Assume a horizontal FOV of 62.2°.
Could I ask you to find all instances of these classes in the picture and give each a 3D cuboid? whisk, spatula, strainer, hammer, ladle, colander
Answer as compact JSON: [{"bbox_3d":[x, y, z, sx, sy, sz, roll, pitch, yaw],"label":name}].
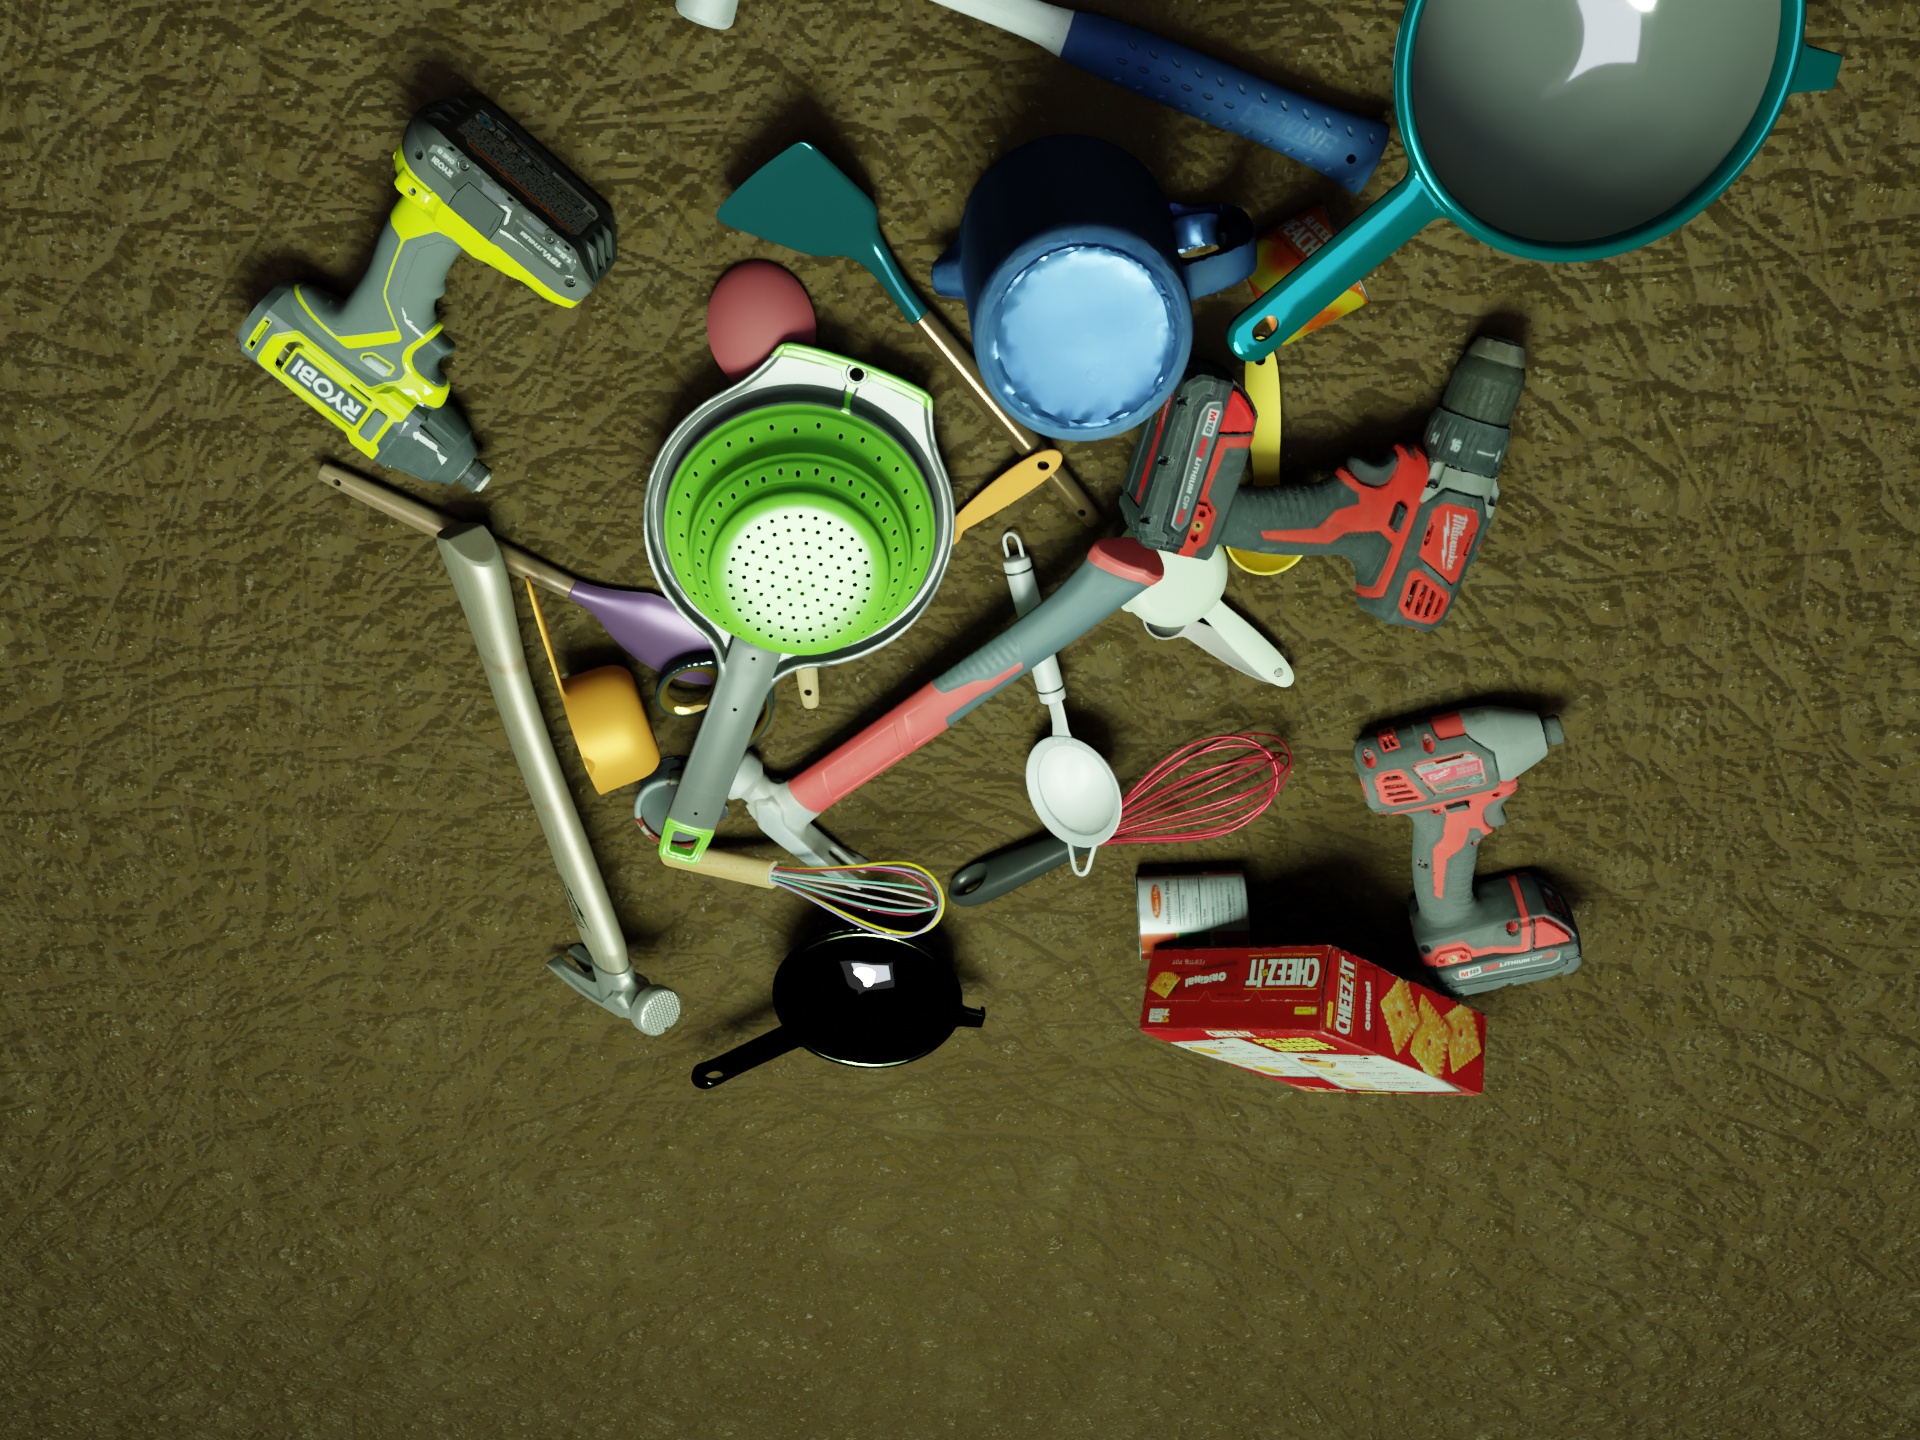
[{"bbox_3d":[-0.121,0.117,1.203,0.245,0.051,0.047,9,120,24],"label":"whisk"},{"bbox_3d":[-0.013,-0.229,1.002,0.082,0.044,0.317,-26,121,37],"label":"spatula"},{"bbox_3d":[0.113,0.080,1.188,0.296,0.073,0.073,-25,118,25],"label":"whisk"},{"bbox_3d":[0.069,-0.013,1.128,0.087,0.050,0.258,4,118,43],"label":"strainer"},{"bbox_3d":[-0.311,0.046,1.177,0.146,0.038,0.410,18,129,43],"label":"hammer"},{"bbox_3d":[-0.299,-0.103,1.121,0.315,0.018,0.059,26,120,-14],"label":"spatula"},{"bbox_3d":[-0.115,0.228,1.294,0.256,0.069,0.151,-29,119,22],"label":"strainer"},{"bbox_3d":[-0.118,-0.145,1.063,0.069,0.031,0.315,-3,121,2],"label":"ladle"},{"bbox_3d":[-0.002,-0.004,1.119,0.143,0.038,0.386,41,126,-22],"label":"hammer"},{"bbox_3d":[0.052,-0.395,0.893,0.405,0.035,0.144,19,123,-8],"label":"hammer"},{"bbox_3d":[-0.132,-0.042,1.049,0.204,0.095,0.397,17,117,-14],"label":"colander"},{"bbox_3d":[0.280,-0.324,0.875,0.340,0.095,0.210,-38,112,17],"label":"strainer"}]

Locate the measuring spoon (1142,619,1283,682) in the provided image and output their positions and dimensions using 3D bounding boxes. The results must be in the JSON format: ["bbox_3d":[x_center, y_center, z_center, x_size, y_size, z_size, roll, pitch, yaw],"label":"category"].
[{"bbox_3d":[0.180,-0.057,1.121,0.124,0.018,0.034,26,106,-20],"label":"measuring spoon"}]

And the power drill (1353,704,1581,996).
[{"bbox_3d":[0.382,0.088,1.166,0.143,0.079,0.219,-16,118,14],"label":"power drill"}]

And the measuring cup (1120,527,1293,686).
[{"bbox_3d":[0.174,-0.072,1.080,0.167,0.038,0.083,40,101,-18],"label":"measuring cup"}]

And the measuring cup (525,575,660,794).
[{"bbox_3d":[-0.258,-0.031,1.123,0.052,0.095,0.173,-18,121,-10],"label":"measuring cup"}]

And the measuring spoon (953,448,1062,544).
[{"bbox_3d":[0.024,-0.146,1.057,0.021,0.011,0.117,38,132,-25],"label":"measuring spoon"}]

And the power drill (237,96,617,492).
[{"bbox_3d":[-0.322,-0.255,0.991,0.171,0.080,0.223,40,121,-19],"label":"power drill"}]

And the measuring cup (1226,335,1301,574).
[{"bbox_3d":[0.197,-0.174,1.040,0.062,0.029,0.156,-6,111,1],"label":"measuring cup"}]

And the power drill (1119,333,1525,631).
[{"bbox_3d":[0.231,-0.166,0.989,0.226,0.080,0.187,12,110,-10],"label":"power drill"}]
